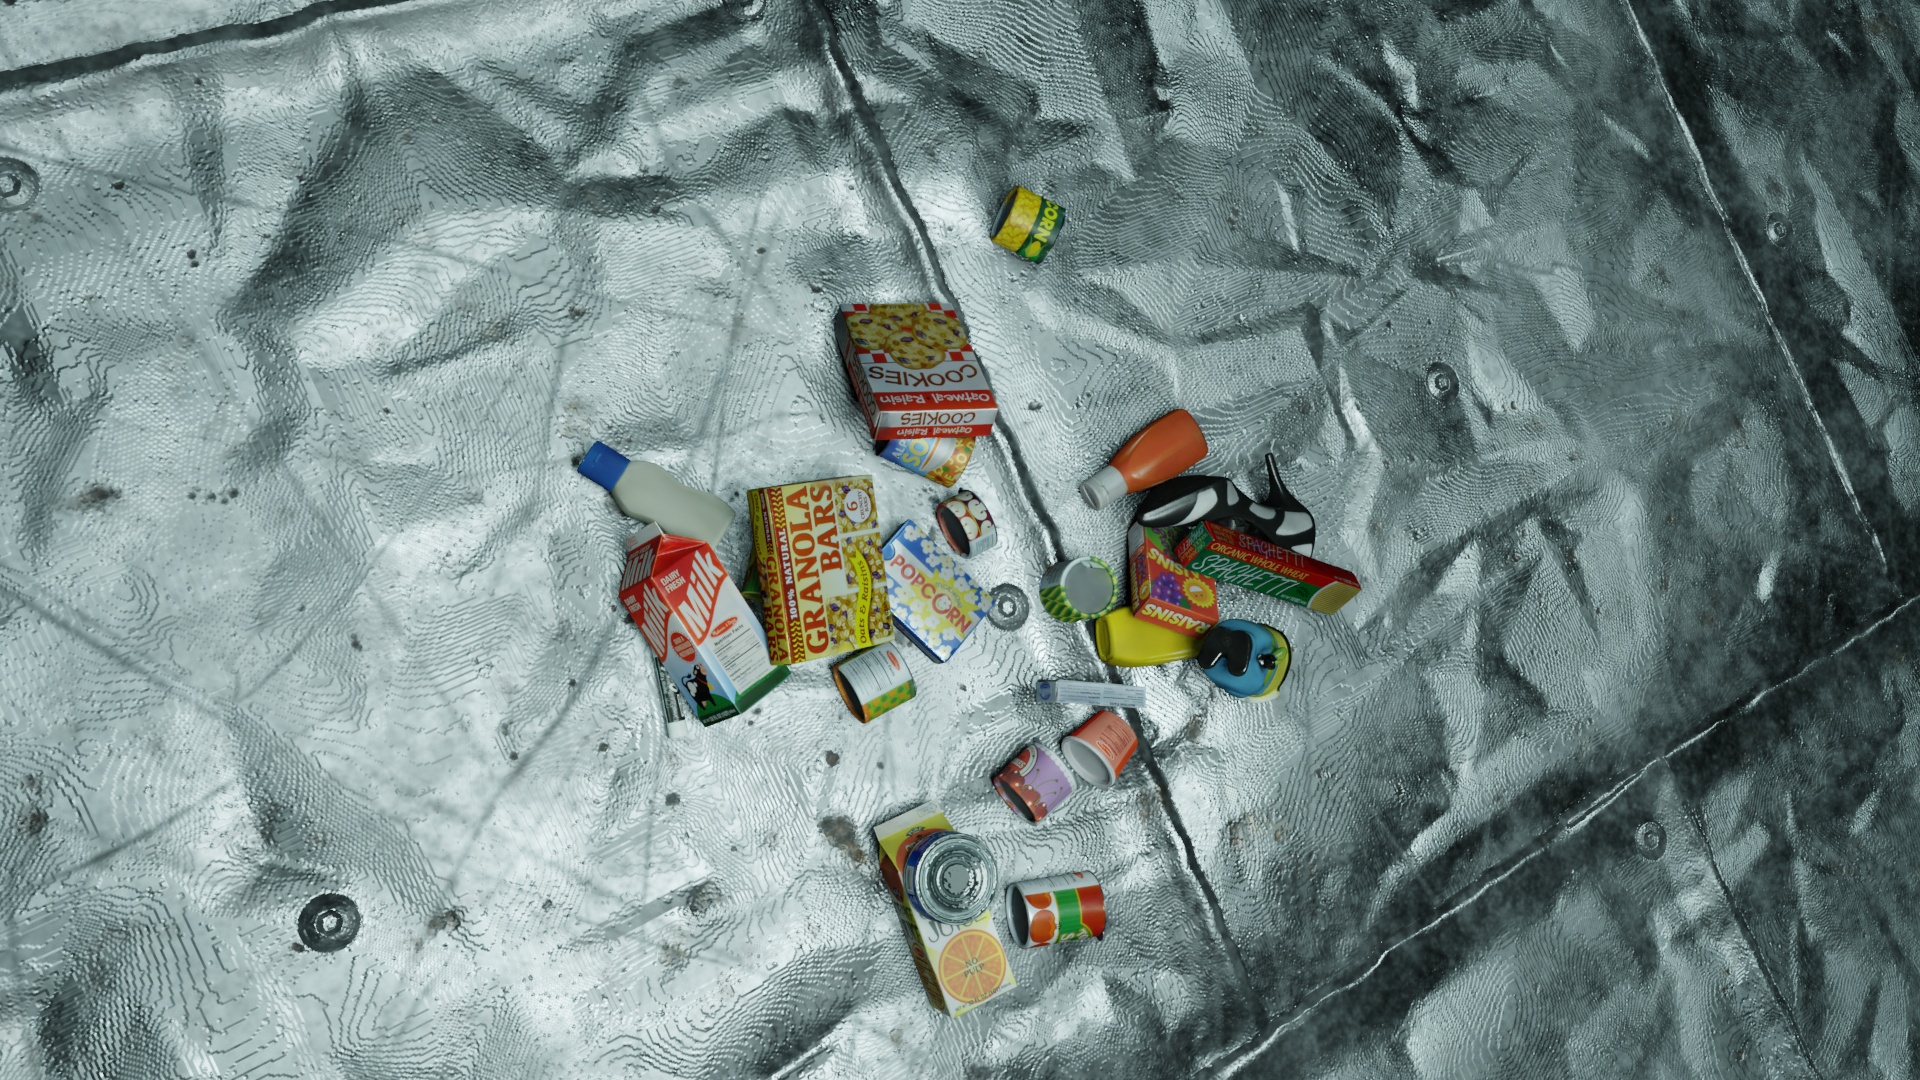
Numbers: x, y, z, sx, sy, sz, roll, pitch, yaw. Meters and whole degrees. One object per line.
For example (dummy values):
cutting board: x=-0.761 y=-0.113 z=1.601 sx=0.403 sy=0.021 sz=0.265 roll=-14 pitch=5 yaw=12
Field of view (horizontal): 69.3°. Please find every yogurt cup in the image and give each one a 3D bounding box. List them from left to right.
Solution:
yogurt cup: x=0.146 y=0.213 z=1.437 sx=0.054 sy=0.072 sz=0.072 roll=-42 pitch=98 yaw=-28

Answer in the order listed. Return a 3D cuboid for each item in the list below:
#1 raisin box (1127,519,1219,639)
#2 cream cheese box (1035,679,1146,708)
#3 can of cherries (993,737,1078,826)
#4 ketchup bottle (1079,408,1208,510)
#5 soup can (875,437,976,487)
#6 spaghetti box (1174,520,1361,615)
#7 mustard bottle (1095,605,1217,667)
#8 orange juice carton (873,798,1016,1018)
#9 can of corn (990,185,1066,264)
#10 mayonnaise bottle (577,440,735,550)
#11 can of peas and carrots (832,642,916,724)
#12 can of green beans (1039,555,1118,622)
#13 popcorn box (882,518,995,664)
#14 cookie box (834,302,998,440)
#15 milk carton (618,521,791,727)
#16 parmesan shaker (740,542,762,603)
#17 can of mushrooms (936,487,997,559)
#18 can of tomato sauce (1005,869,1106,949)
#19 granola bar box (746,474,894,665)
raisin box: x=0.224 y=0.037 z=1.473 sx=0.086 sy=0.040 sz=0.124 roll=20 pitch=44 yaw=-17
cream cheese box: x=0.136 y=0.159 z=1.446 sx=0.104 sy=0.053 sz=0.024 roll=6 pitch=83 yaw=-19
can of cherries: x=0.074 y=0.244 z=1.404 sx=0.058 sy=0.071 sz=0.071 roll=-39 pitch=96 yaw=-19
ketchup bottle: x=0.197 y=-0.084 z=1.508 sx=0.149 sy=0.043 sz=0.064 roll=-32 pitch=96 yaw=-21
soup can: x=-0.035 y=-0.099 z=1.412 sx=0.084 sy=0.071 sz=0.071 roll=24 pitch=75 yaw=-15
spaghetti box: x=0.335 y=0.032 z=1.498 sx=0.250 sy=0.050 sz=0.029 roll=16 pitch=39 yaw=-35
mustard bottle: x=0.225 y=0.102 z=1.488 sx=0.160 sy=0.048 sz=0.065 roll=0 pitch=79 yaw=-20
orange juice carton: x=-0.020 y=0.355 z=1.350 sx=0.072 sy=0.073 sz=0.192 roll=-20 pitch=89 yaw=-21
can of corn: x=0.073 y=-0.339 z=1.486 sx=0.058 sy=0.071 sz=0.071 roll=23 pitch=75 yaw=-15
mayonnaise bottle: x=-0.293 y=-0.041 z=1.328 sx=0.148 sy=0.041 sz=0.065 roll=33 pitch=73 yaw=-11
can of peas and carrots: x=-0.085 y=0.140 z=1.364 sx=0.059 sy=0.071 sz=0.071 roll=-27 pitch=92 yaw=-21
can of green beans: x=0.124 y=0.051 z=1.454 sx=0.071 sy=0.057 sz=0.071 roll=3 pitch=82 yaw=-19
popcorn box: x=-0.038 y=0.053 z=1.407 sx=0.126 sy=0.038 sz=0.085 roll=44 pitch=72 yaw=-9
cookie box: x=-0.047 y=-0.171 z=1.390 sx=0.123 sy=0.040 sz=0.168 roll=-4 pitch=48 yaw=-21
milk carton: x=-0.249 y=0.071 z=1.296 sx=0.074 sy=0.072 sz=0.190 roll=-38 pitch=99 yaw=-41
parmesan shaker: x=-0.170 y=0.010 z=1.353 sx=0.071 sy=0.071 sz=0.103 roll=15 pitch=77 yaw=-17
can of mushrooms: x=0.005 y=-0.018 z=1.418 sx=0.033 sy=0.071 sz=0.071 roll=-29 pitch=93 yaw=-20
can of tomato sauce: x=0.095 y=0.372 z=1.393 sx=0.083 sy=0.071 sz=0.071 roll=-4 pitch=84 yaw=-19
granola bar box: x=-0.130 y=0.025 z=1.311 sx=0.124 sy=0.039 sz=0.165 roll=-10 pitch=94 yaw=-41
